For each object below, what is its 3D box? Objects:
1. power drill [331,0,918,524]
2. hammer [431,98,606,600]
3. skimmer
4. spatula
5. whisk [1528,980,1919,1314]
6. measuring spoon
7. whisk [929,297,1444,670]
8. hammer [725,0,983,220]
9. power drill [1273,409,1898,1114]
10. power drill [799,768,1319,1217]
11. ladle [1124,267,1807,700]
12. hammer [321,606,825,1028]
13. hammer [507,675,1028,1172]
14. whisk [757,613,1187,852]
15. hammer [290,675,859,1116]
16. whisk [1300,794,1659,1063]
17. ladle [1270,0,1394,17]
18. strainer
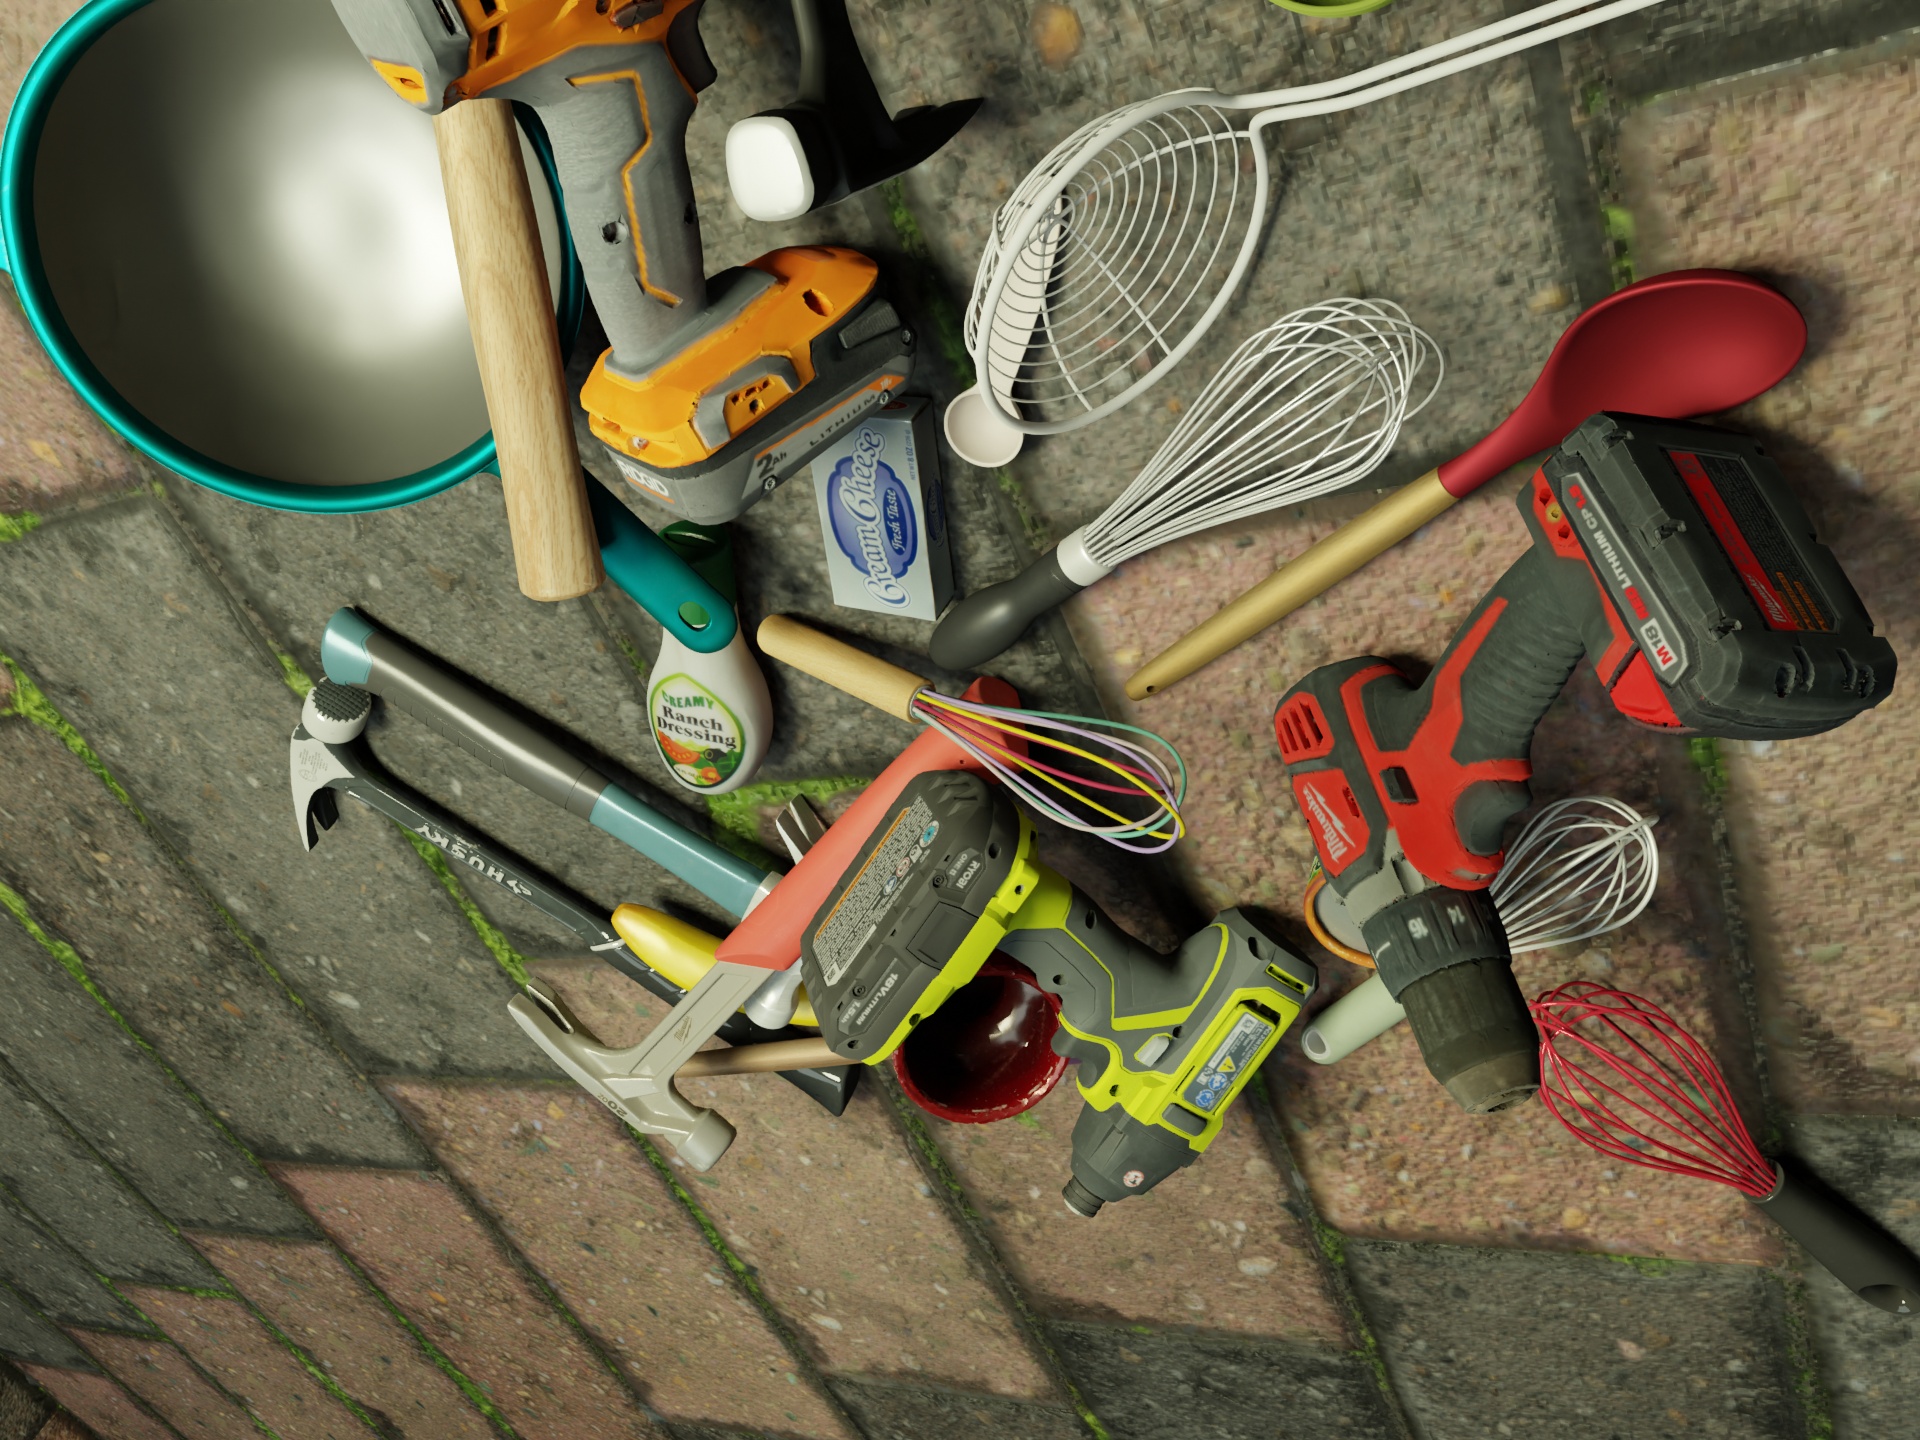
[{"bbox_3d":[-0.096,-0.202,0.560,0.084,0.164,0.226,30,153,43],"label":"power drill"},{"bbox_3d":[-0.175,-0.202,0.593,0.130,0.031,0.331,-9,118,-8],"label":"hammer"},{"bbox_3d":[0.164,-0.174,0.472,0.363,0.127,0.090,-10,80,31],"label":"skimmer"},{"bbox_3d":[-0.045,0.194,0.941,0.316,0.018,0.059,-10,127,21],"label":"spatula"},{"bbox_3d":[0.371,0.211,0.761,0.295,0.073,0.073,36,135,-17],"label":"whisk"},{"bbox_3d":[0.021,-0.158,0.630,0.034,0.018,0.124,21,128,7],"label":"measuring spoon"},{"bbox_3d":[0.072,-0.082,0.643,0.070,0.070,0.284,43,138,-15],"label":"whisk"},{"bbox_3d":[-0.061,-0.331,0.469,0.034,0.127,0.336,3,120,27],"label":"hammer"},{"bbox_3d":[0.211,0.021,0.574,0.080,0.188,0.226,0,148,-27],"label":"power drill"},{"bbox_3d":[0.043,0.136,0.756,0.223,0.080,0.171,32,97,-24],"label":"power drill"},{"bbox_3d":[0.171,-0.078,0.617,0.069,0.031,0.315,29,140,-24],"label":"ladle"},{"bbox_3d":[-0.211,0.039,0.882,0.331,0.033,0.128,31,117,3],"label":"hammer"},{"bbox_3d":[-0.095,0.097,0.830,0.149,0.037,0.359,42,119,-3],"label":"hammer"},{"bbox_3d":[-0.001,-0.004,0.712,0.245,0.047,0.051,25,97,33],"label":"whisk"},{"bbox_3d":[-0.238,0.129,0.991,0.409,0.036,0.149,34,136,-6],"label":"hammer"},{"bbox_3d":[0.233,0.107,0.743,0.058,0.059,0.246,60,143,19],"label":"whisk"},{"bbox_3d":[-0.001,-0.280,0.428,0.320,0.062,0.078,16,111,-18],"label":"ladle"},{"bbox_3d":[-0.220,-0.158,0.677,0.211,0.095,0.340,-41,118,9],"label":"strainer"}]
